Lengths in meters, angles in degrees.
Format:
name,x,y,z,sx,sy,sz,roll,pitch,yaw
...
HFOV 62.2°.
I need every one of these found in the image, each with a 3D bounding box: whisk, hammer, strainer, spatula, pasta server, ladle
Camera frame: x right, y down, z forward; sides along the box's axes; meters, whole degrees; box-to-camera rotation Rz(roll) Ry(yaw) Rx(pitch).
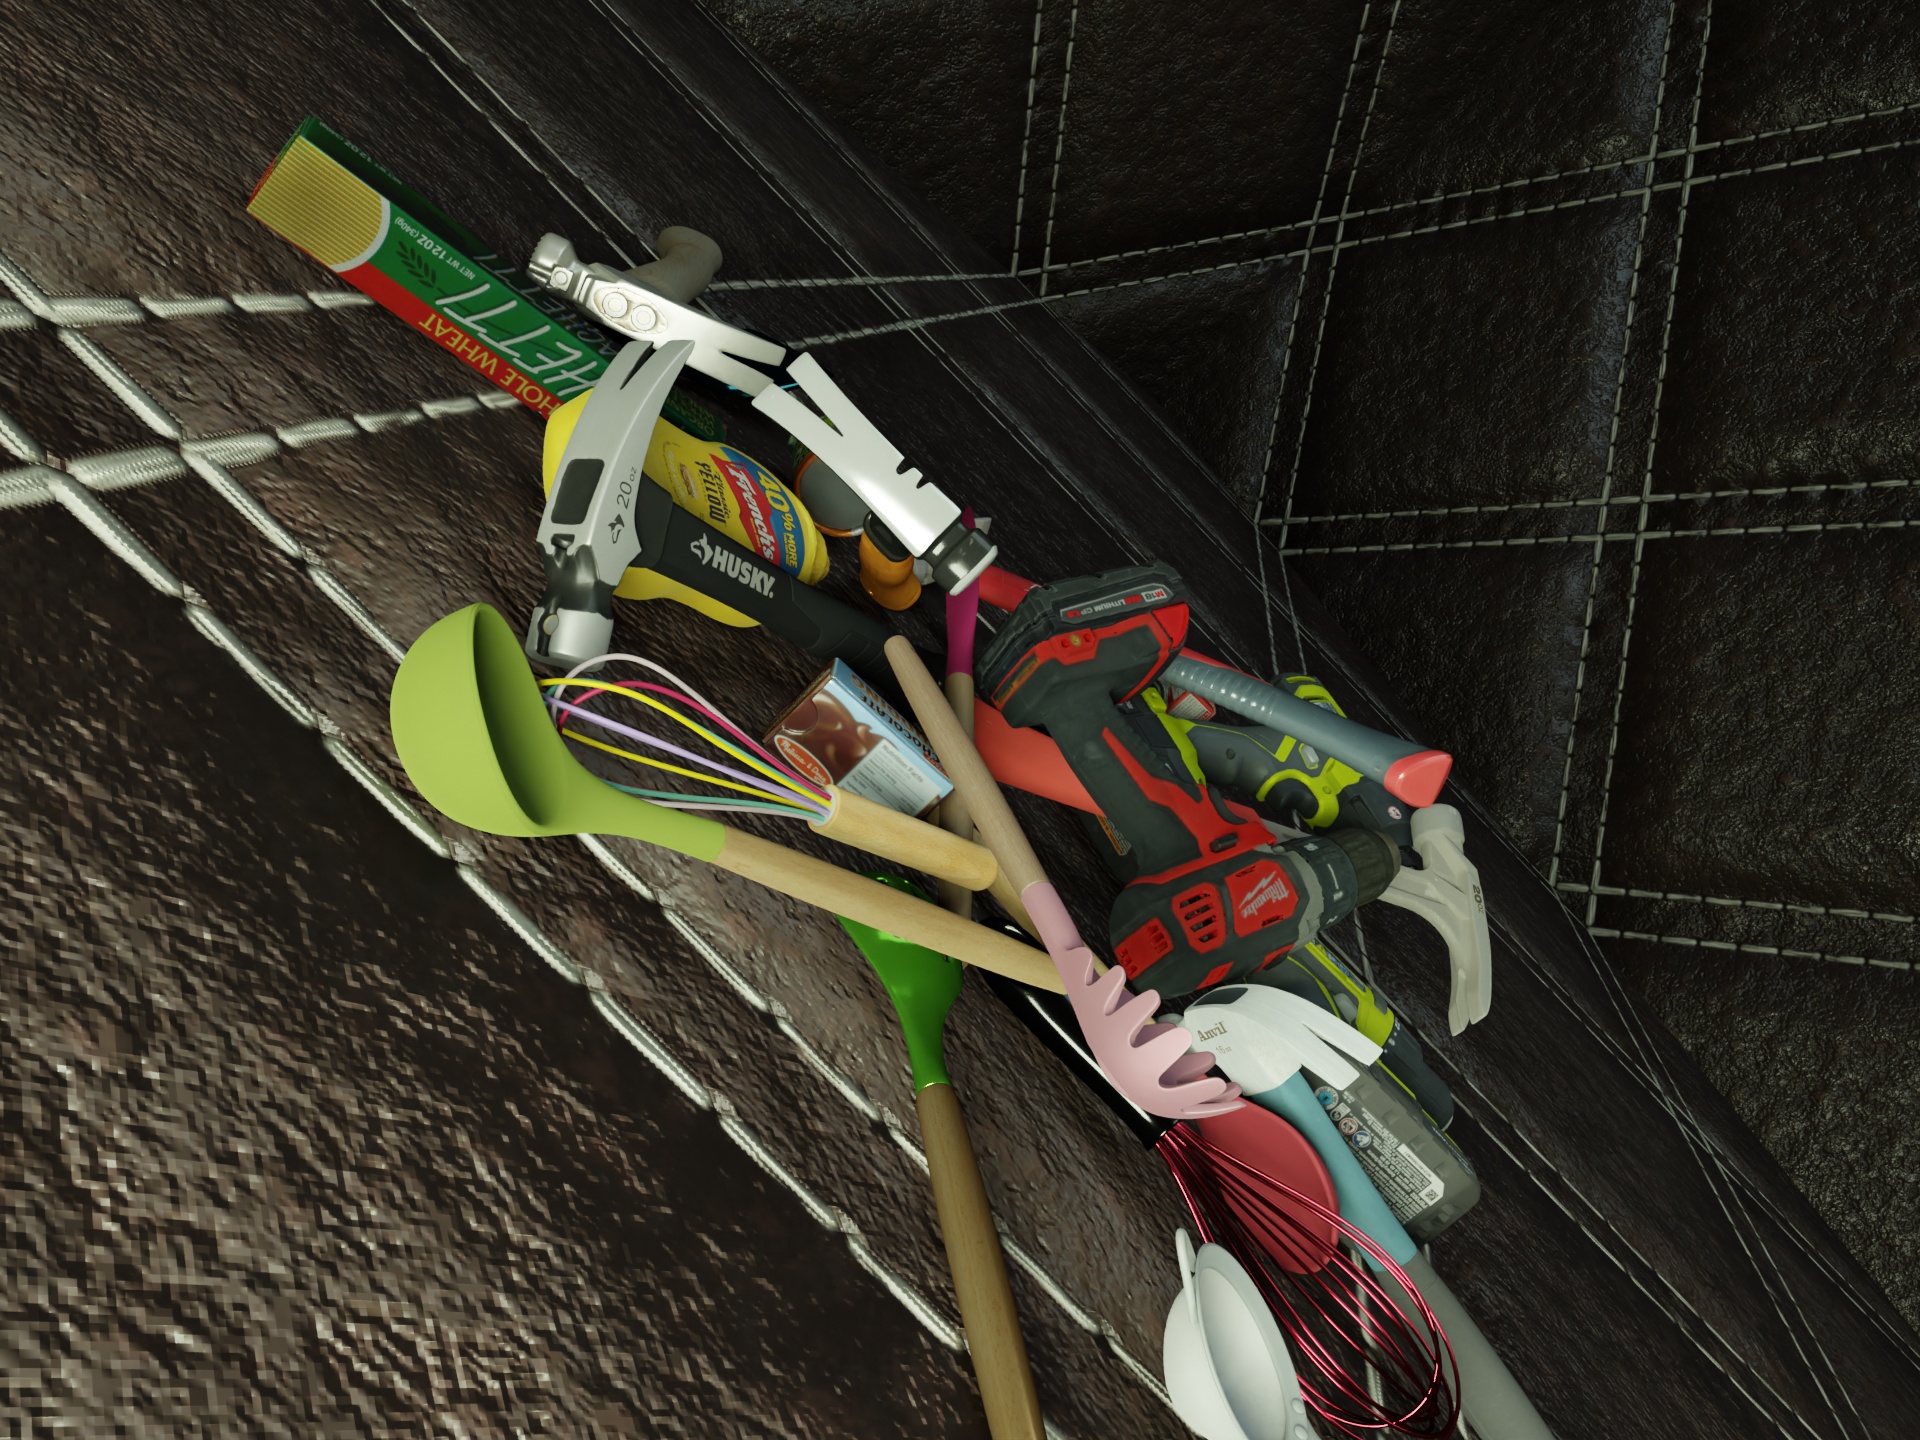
name,x,y,z,sx,sy,sz,roll,pitch,yaw
whisk,0.106,0.199,0.710,0.296,0.073,0.073,46,17,17
hammer,0.134,-0.045,1.036,0.386,0.038,0.143,26,24,21
hammer,0.216,0.270,0.764,0.033,0.128,0.331,-31,84,-34
strainer,0.145,0.294,0.621,0.258,0.050,0.087,48,23,-14
hammer,-0.045,-0.103,0.864,0.127,0.034,0.337,45,-4,-1
hammer,0.145,0.067,0.920,0.359,0.036,0.149,19,49,-14
spatula,-0.191,-0.240,1.001,0.082,0.044,0.317,32,14,19
pasta server,0.029,0.053,0.699,0.060,0.040,0.317,49,8,-44
hammer,-0.182,-0.291,1.065,0.146,0.038,0.411,23,18,-12
ladle,0.072,0.137,0.786,0.031,0.069,0.316,-24,63,-45
ladle,-0.063,0.047,0.595,0.319,0.062,0.078,26,33,-35
whisk,-0.071,0.030,0.656,0.244,0.047,0.051,25,29,-39
hammer,-0.083,-0.062,0.781,0.035,0.146,0.334,6,-10,26

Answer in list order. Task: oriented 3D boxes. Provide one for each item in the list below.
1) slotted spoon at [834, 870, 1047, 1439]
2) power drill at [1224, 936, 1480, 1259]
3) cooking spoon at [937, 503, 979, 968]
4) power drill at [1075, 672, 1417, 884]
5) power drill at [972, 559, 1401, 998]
name,x,y,z,sx,sy,sz,roll,pitch,yaw
slotted spoon,-0.002,0.160,0.591,0.070,0.031,0.314,29,25,-31
power drill,0.230,0.212,0.936,0.190,0.080,0.228,44,15,-5
cooking spoon,-0.001,-0.003,0.830,0.017,0.068,0.319,6,45,-5
power drill,0.191,0.044,1.053,0.223,0.080,0.171,-1,46,-31
power drill,0.127,0.028,0.867,0.188,0.080,0.227,-15,67,-34
